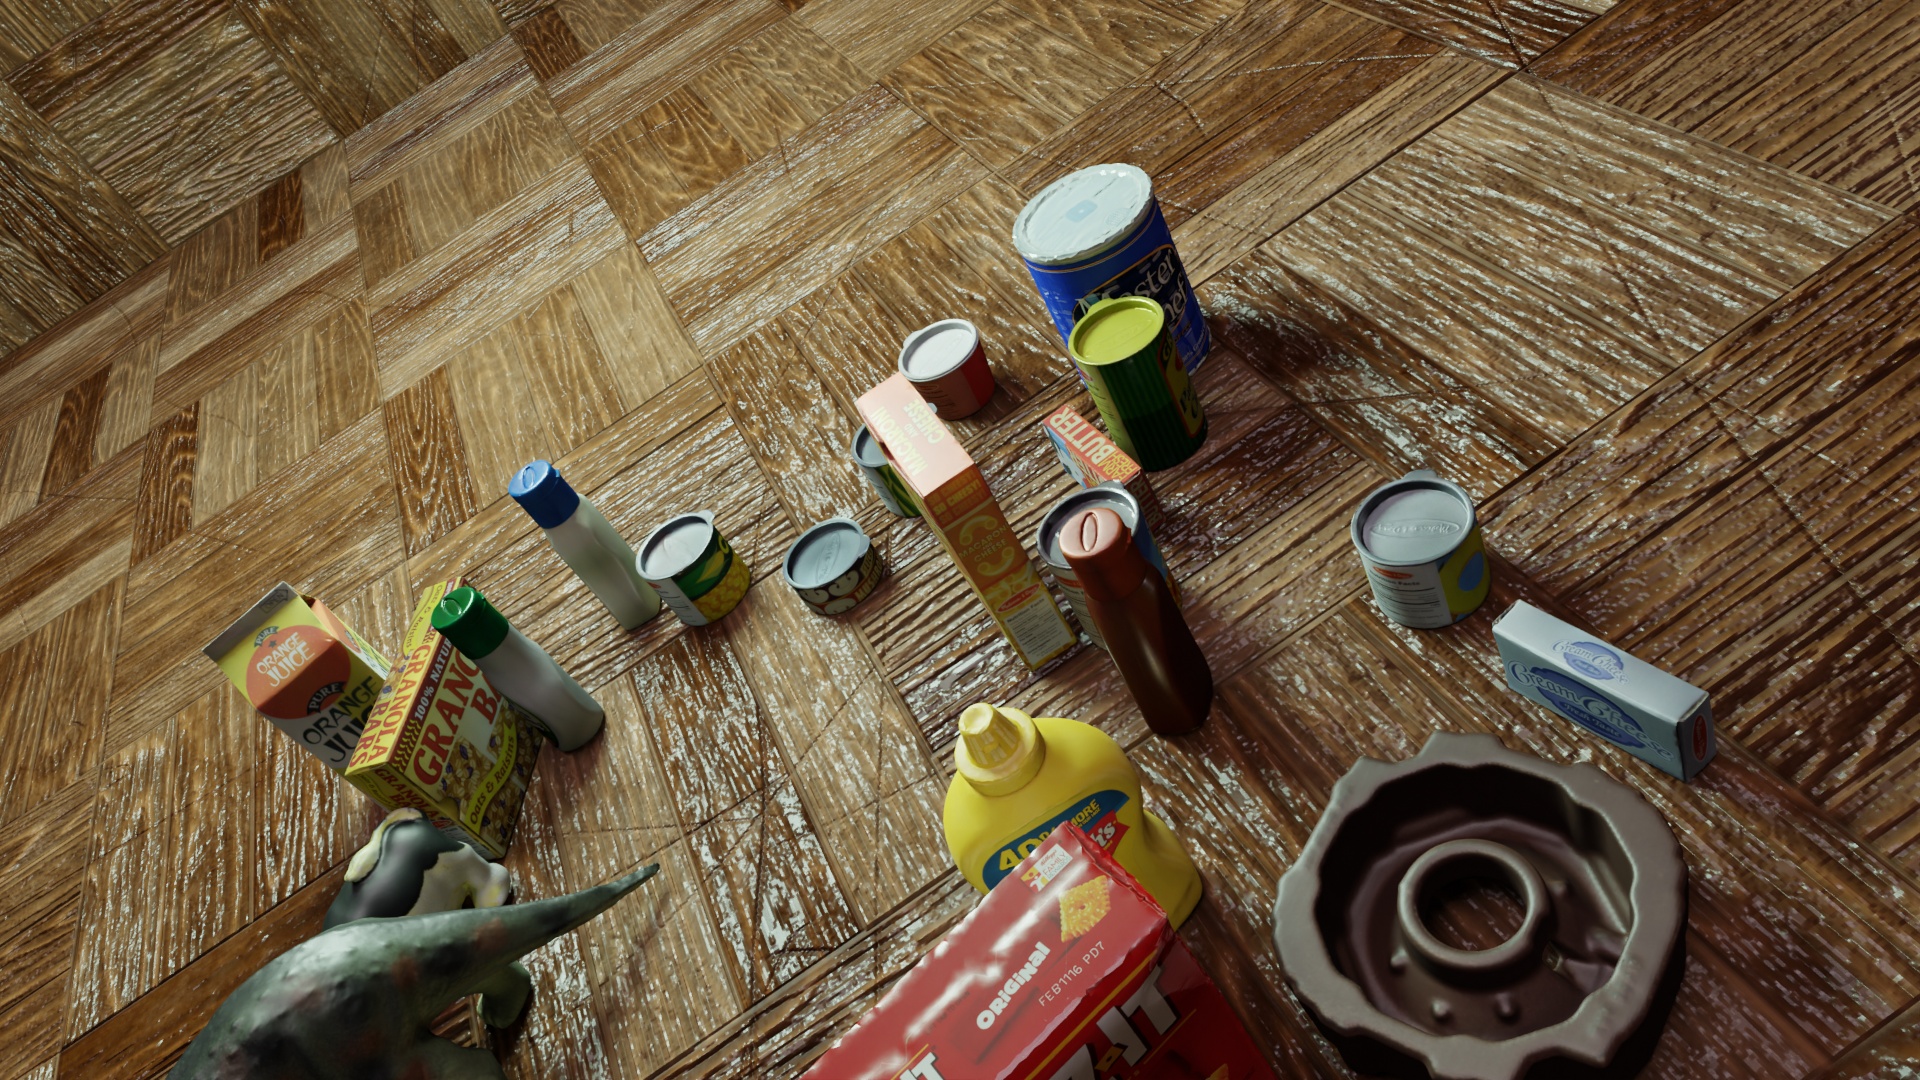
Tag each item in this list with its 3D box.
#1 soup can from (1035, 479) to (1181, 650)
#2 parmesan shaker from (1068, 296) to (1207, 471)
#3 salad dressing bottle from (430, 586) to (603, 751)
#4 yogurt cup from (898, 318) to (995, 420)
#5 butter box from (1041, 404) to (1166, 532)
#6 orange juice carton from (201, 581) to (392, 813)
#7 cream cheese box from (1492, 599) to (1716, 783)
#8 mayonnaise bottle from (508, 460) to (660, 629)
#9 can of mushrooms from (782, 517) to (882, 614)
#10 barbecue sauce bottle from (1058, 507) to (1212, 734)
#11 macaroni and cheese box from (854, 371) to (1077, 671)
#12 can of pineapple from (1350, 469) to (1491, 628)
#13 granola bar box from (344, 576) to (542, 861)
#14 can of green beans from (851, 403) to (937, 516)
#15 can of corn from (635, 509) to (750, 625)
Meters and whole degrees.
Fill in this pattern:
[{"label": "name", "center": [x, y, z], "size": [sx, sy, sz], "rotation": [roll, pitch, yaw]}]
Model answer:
[{"label": "soup can", "center": [0.094, 0.016, 0.852], "size": [0.071, 0.083, 0.072], "rotation": [-18, 42, 17]}, {"label": "parmesan shaker", "center": [0.122, -0.107, 0.944], "size": [0.071, 0.102, 0.072], "rotation": [-18, 42, 17]}, {"label": "salad dressing bottle", "center": [-0.312, 0.091, 0.982], "size": [0.044, 0.147, 0.064], "rotation": [-45, 42, -15]}, {"label": "yogurt cup", "center": [-0.008, -0.132, 1.089], "size": [0.072, 0.053, 0.073], "rotation": [-18, 42, 17]}, {"label": "butter box", "center": [0.096, -0.047, 0.939], "size": [0.024, 0.053, 0.104], "rotation": [-36, 40, -4]}, {"label": "orange juice carton", "center": [-0.454, 0.113, 1.014], "size": [0.072, 0.192, 0.073], "rotation": [-43, 41, -12]}, {"label": "cream cheese box", "center": [0.313, 0.073, 0.680], "size": [0.024, 0.053, 0.104], "rotation": [-42, 41, -12]}, {"label": "mayonnaise bottle", "center": [-0.284, 0.002, 1.055], "size": [0.041, 0.147, 0.065], "rotation": [-30, 40, 2]}, {"label": "can of mushrooms", "center": [-0.090, 0.018, 1.004], "size": [0.071, 0.033, 0.071], "rotation": [-17, 42, 17]}, {"label": "barbecue sauce bottle", "center": [0.098, 0.043, 0.772], "size": [0.043, 0.148, 0.065], "rotation": [-14, 43, 21]}, {"label": "macaroni and cheese box", "center": [0.003, -0.011, 0.872], "size": [0.040, 0.165, 0.124], "rotation": [-34, 40, -2]}, {"label": "can of pineapple", "center": [0.260, 0.006, 0.778], "size": [0.071, 0.057, 0.071], "rotation": [-18, 42, 17]}, {"label": "granola bar box", "center": [-0.354, 0.127, 0.990], "size": [0.039, 0.123, 0.166], "rotation": [-16, 43, 19]}, {"label": "can of green beans", "center": [-0.039, -0.060, 1.033], "size": [0.071, 0.057, 0.071], "rotation": [-18, 42, 17]}, {"label": "can of corn", "center": [-0.200, 0.020, 1.052], "size": [0.071, 0.058, 0.071], "rotation": [-18, 42, 17]}]
